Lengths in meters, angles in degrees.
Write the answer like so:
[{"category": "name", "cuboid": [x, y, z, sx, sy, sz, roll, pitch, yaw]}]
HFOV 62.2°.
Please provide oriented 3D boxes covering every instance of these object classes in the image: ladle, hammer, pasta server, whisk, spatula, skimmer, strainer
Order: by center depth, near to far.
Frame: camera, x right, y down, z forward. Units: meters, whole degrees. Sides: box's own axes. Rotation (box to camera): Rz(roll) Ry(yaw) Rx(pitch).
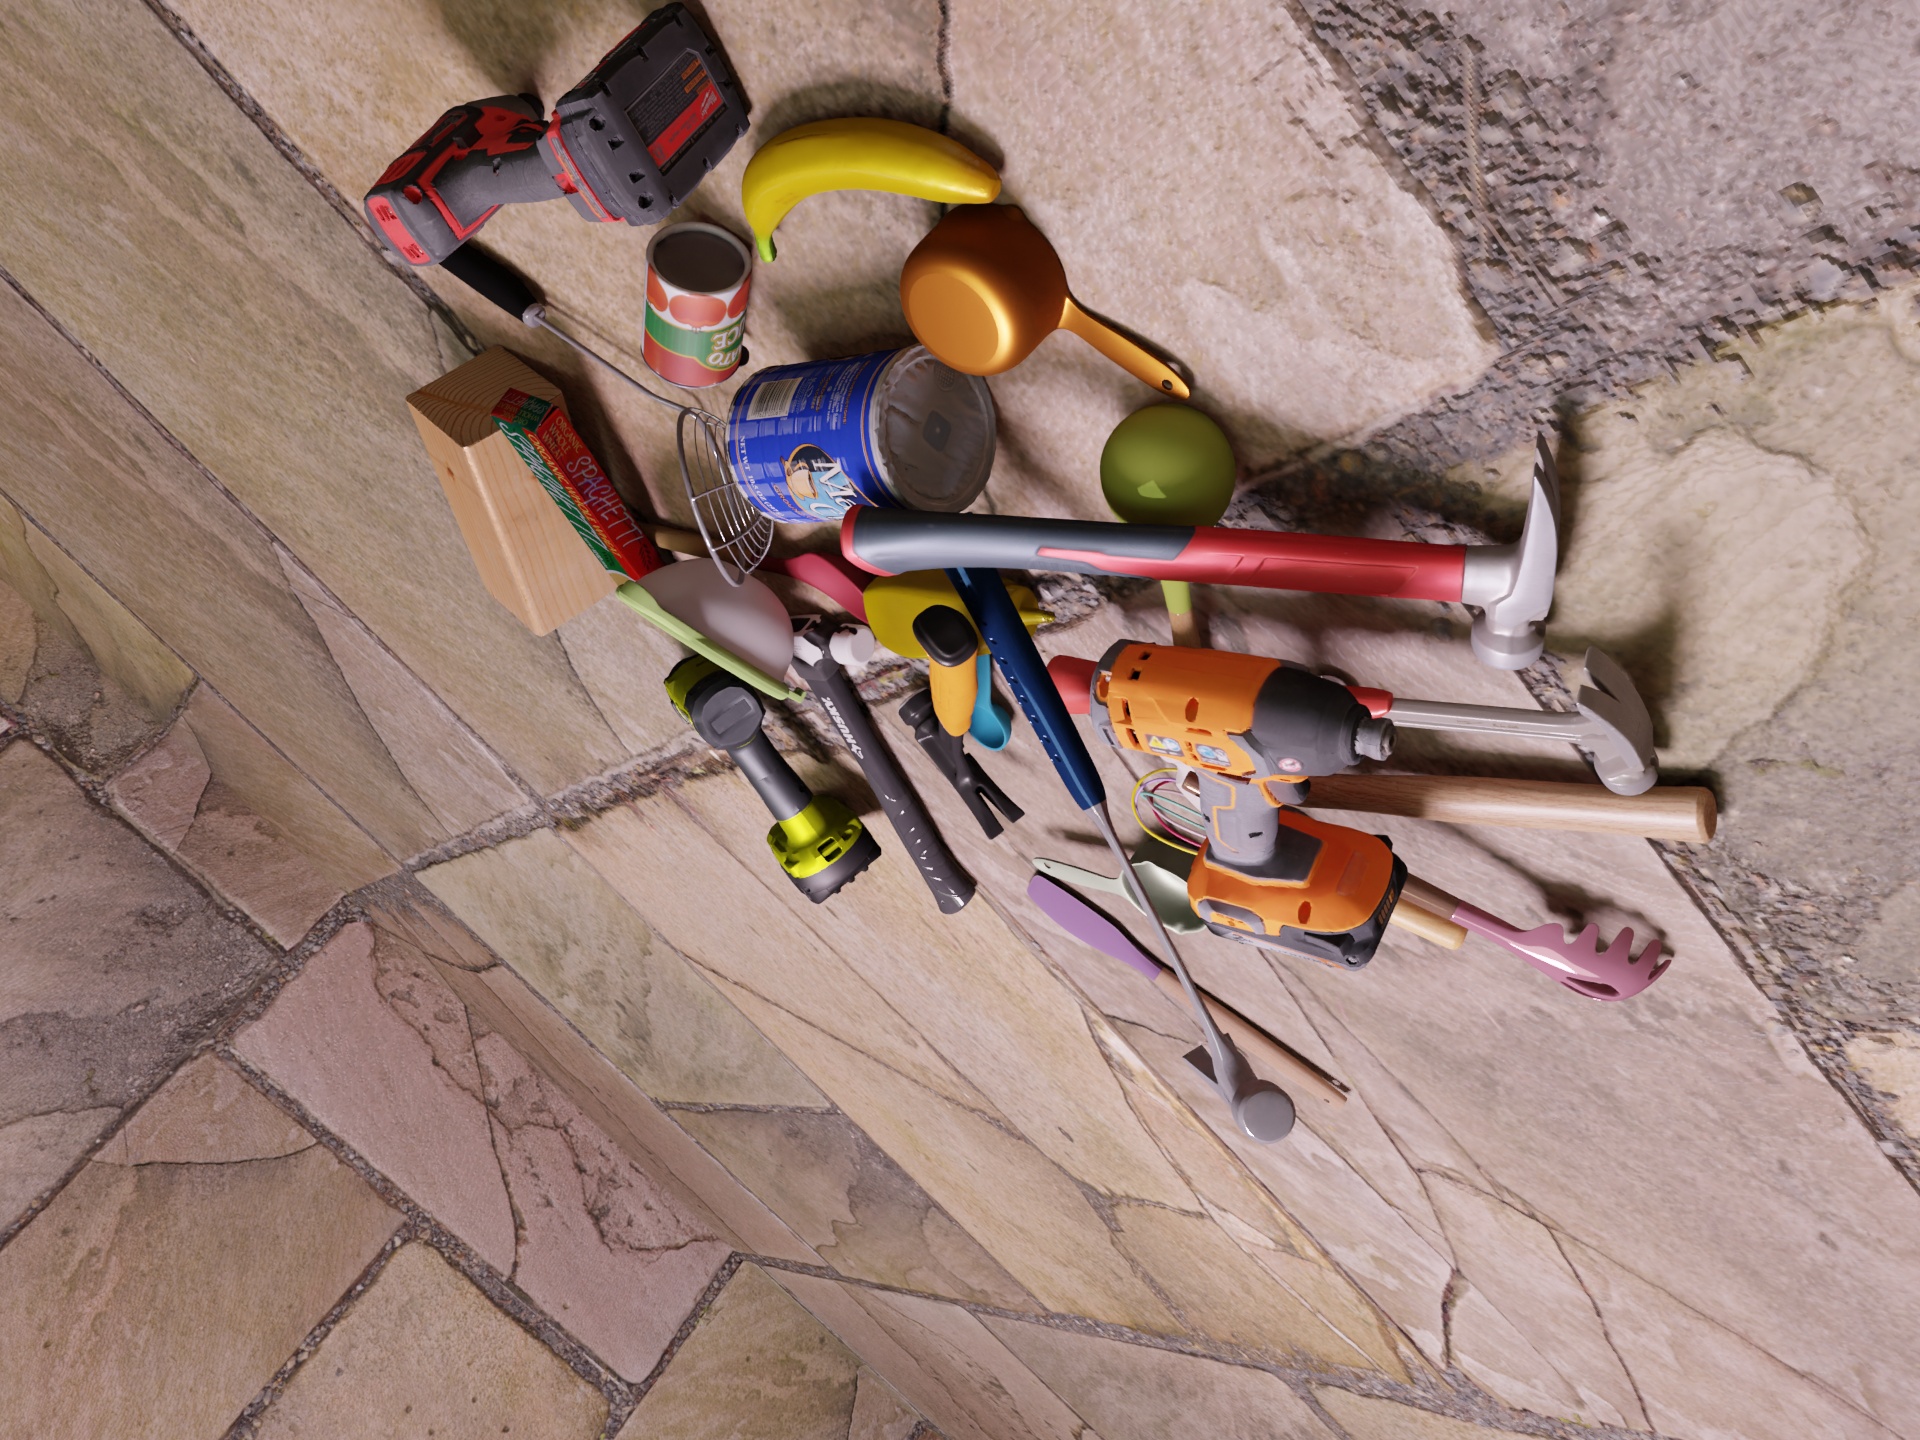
[{"category": "hammer", "cuboid": [0.115, -0.100, 0.853, 0.386, 0.038, 0.143, 6, 144, 18]}, {"category": "hammer", "cuboid": [0.200, -0.012, 0.910, 0.359, 0.037, 0.149, 7, 164, 36]}, {"category": "hammer", "cuboid": [0.283, 0.048, 0.972, 0.331, 0.031, 0.129, 2, 147, 40]}, {"category": "hammer", "cuboid": [0.085, 0.061, 0.973, 0.405, 0.035, 0.144, 62, 177, -1]}, {"category": "ladle", "cuboid": [0.143, -0.064, 0.989, 0.078, 0.062, 0.319, 8, 147, 22]}, {"category": "pasta server", "cuboid": [0.288, 0.100, 1.003, 0.316, 0.040, 0.060, 26, 155, 8]}, {"category": "hammer", "cuboid": [-0.002, -0.003, 1.077, 0.127, 0.034, 0.336, 53, 172, 11]}, {"category": "whisk", "cuboid": [0.231, 0.095, 1.098, 0.245, 0.047, 0.051, 24, 159, 15]}, {"category": "skimmer", "cuboid": [-0.277, -0.235, 1.143, 0.363, 0.090, 0.127, 36, -179, 9]}, {"category": "strainer", "cuboid": [-0.185, -0.088, 1.149, 0.151, 0.069, 0.256, 33, 178, 9]}, {"category": "ladle", "cuboid": [-0.178, -0.128, 1.242, 0.316, 0.031, 0.069, 17, 151, 35]}, {"category": "spatula", "cuboid": [0.187, 0.229, 1.337, 0.316, 0.018, 0.059, 34, 150, 9]}, {"category": "hammer", "cuboid": [-0.071, 0.045, 1.352, 0.146, 0.035, 0.334, 7, 137, 40]}]

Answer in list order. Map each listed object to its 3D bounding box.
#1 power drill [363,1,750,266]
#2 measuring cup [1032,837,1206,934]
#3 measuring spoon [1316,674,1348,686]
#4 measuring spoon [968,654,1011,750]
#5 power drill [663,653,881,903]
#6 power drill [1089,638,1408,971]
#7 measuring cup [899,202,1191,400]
[{"category": "power drill", "cuboid": [-0.239, -0.339, 0.931, 0.220, 0.143, 0.078, 2, 138, 36]}, {"category": "measuring cup", "cuboid": [0.129, 0.116, 1.233, 0.168, 0.038, 0.083, 11, 139, 41]}, {"category": "measuring spoon", "cuboid": [0.186, -0.009, 0.997, 0.124, 0.018, 0.034, -4, 93, 28]}, {"category": "measuring spoon", "cuboid": [0.021, -0.033, 1.176, 0.042, 0.021, 0.128, 26, 139, 33]}, {"category": "power drill", "cuboid": [-0.173, 0.041, 1.391, 0.223, 0.080, 0.171, 56, 169, -23]}, {"category": "power drill", "cuboid": [0.180, 0.048, 0.892, 0.164, 0.084, 0.226, 11, 147, 36]}, {"category": "measuring cup", "cuboid": [0.043, -0.212, 0.874, 0.174, 0.052, 0.095, 35, 149, 10]}]
